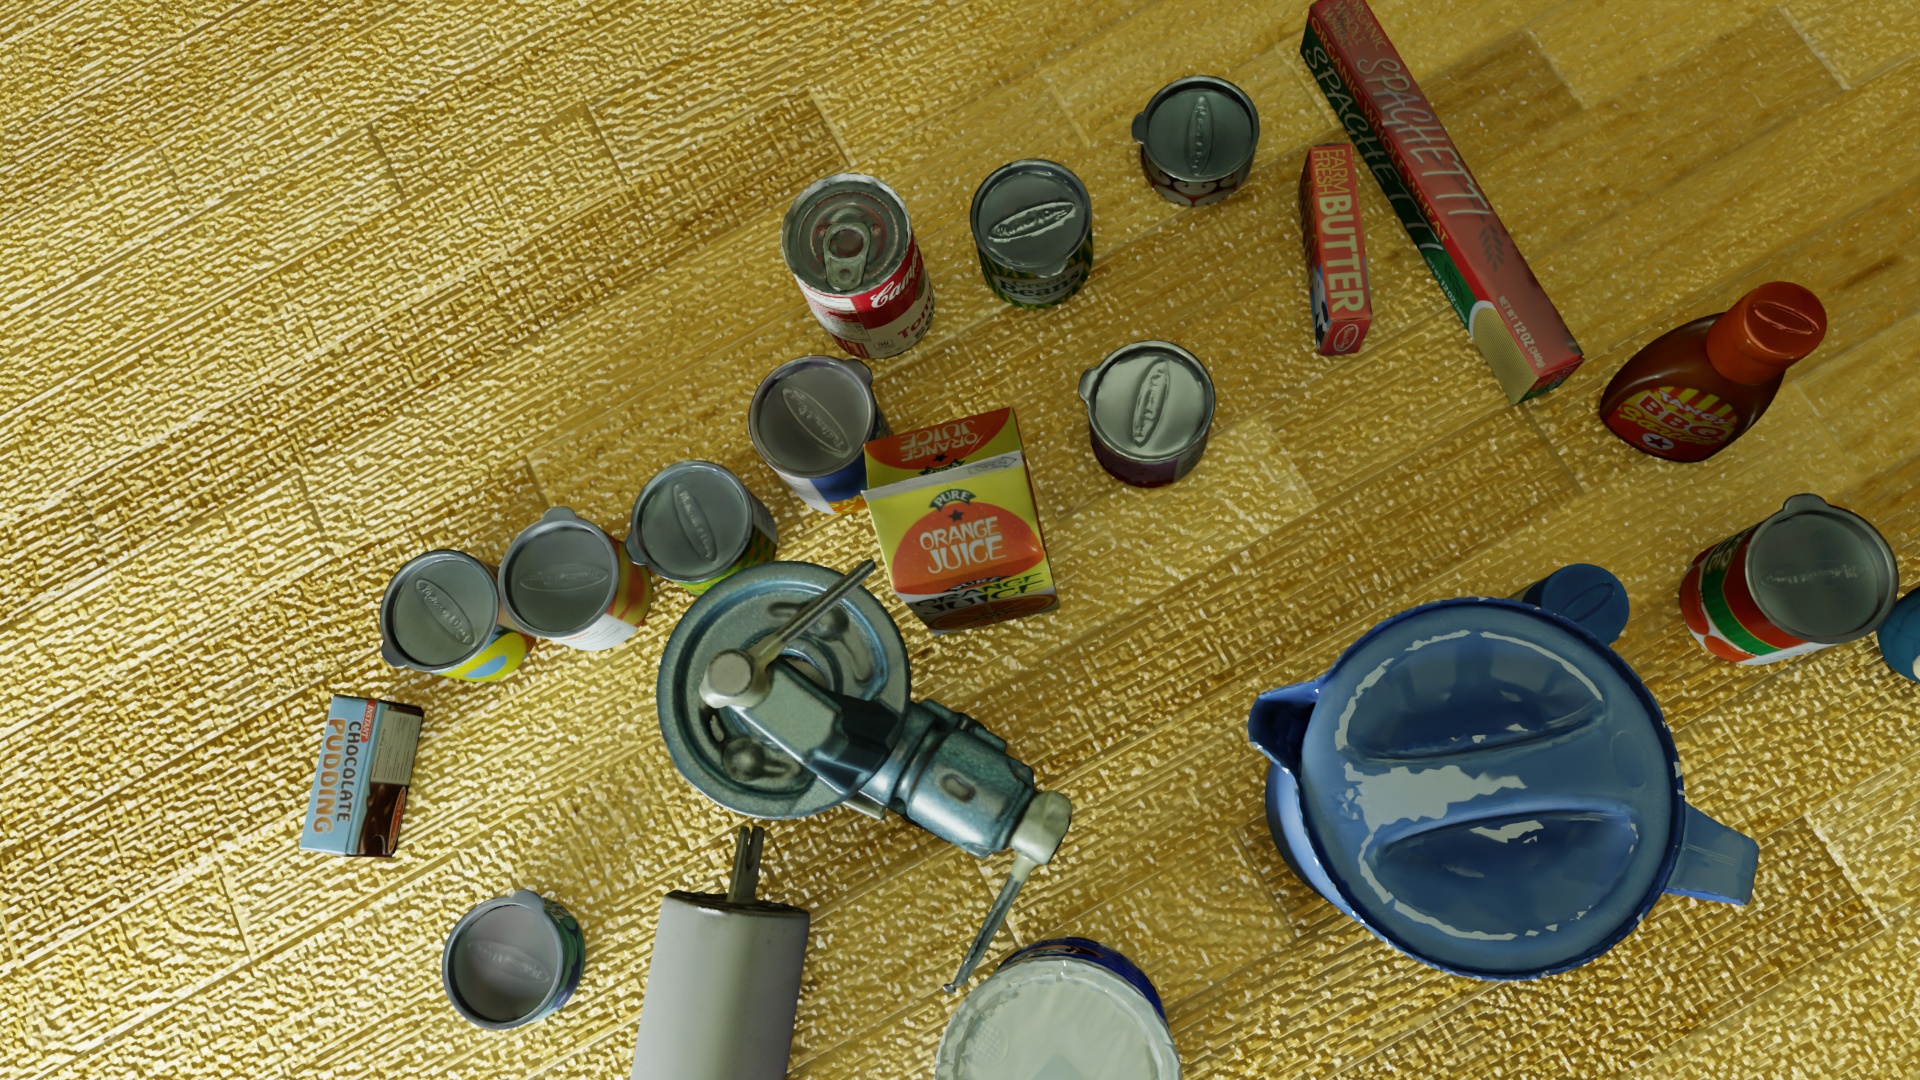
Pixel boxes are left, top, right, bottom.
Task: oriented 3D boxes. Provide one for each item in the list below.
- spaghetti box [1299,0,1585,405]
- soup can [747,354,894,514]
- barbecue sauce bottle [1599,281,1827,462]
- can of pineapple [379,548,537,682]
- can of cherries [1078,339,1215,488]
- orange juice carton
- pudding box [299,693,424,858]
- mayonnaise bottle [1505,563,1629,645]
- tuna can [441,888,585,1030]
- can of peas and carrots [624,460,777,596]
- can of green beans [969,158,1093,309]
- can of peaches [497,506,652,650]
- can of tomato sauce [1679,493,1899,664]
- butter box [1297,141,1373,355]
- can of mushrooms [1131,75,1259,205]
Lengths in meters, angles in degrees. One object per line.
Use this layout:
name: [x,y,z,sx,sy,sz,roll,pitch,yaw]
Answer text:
spaghetti box: [0.257,-0.191,0.759,0.029,0.050,0.250,-25,76,1]
soup can: [-0.069,-0.056,0.747,0.071,0.083,0.071,-1,77,6]
barbecue sauce bottle: [0.364,-0.081,0.670,0.065,0.148,0.044,27,82,12]
can of pineapple: [-0.274,0.043,0.760,0.071,0.057,0.071,-1,77,6]
can of cherries: [0.099,-0.068,0.743,0.071,0.058,0.071,-1,77,6]
orange juice carton: [0.002,-0.008,0.671,0.072,0.192,0.073,-13,76,4]
pudding box: [-0.322,0.128,0.750,0.030,0.049,0.084,5,78,8]
mayonnaise bottle: [0.271,0.042,0.653,0.065,0.148,0.041,-35,76,-2]
tuna can: [-0.232,0.217,0.728,0.071,0.032,0.071,-1,77,6]
can of peas and carrots: [-0.140,-0.003,0.755,0.071,0.058,0.071,-1,77,6]
can of green beans: [0.041,-0.169,0.774,0.071,0.057,0.071,-1,77,6]
can of peaches: [-0.208,0.022,0.757,0.071,0.058,0.071,-1,77,6]
can of tomato sauce: [0.399,0.022,0.676,0.071,0.083,0.071,-1,77,6]
butter box: [0.203,-0.158,0.755,0.024,0.053,0.103,-4,77,6]
can of mushrooms: [0.133,-0.227,0.789,0.071,0.033,0.071,-1,77,6]
